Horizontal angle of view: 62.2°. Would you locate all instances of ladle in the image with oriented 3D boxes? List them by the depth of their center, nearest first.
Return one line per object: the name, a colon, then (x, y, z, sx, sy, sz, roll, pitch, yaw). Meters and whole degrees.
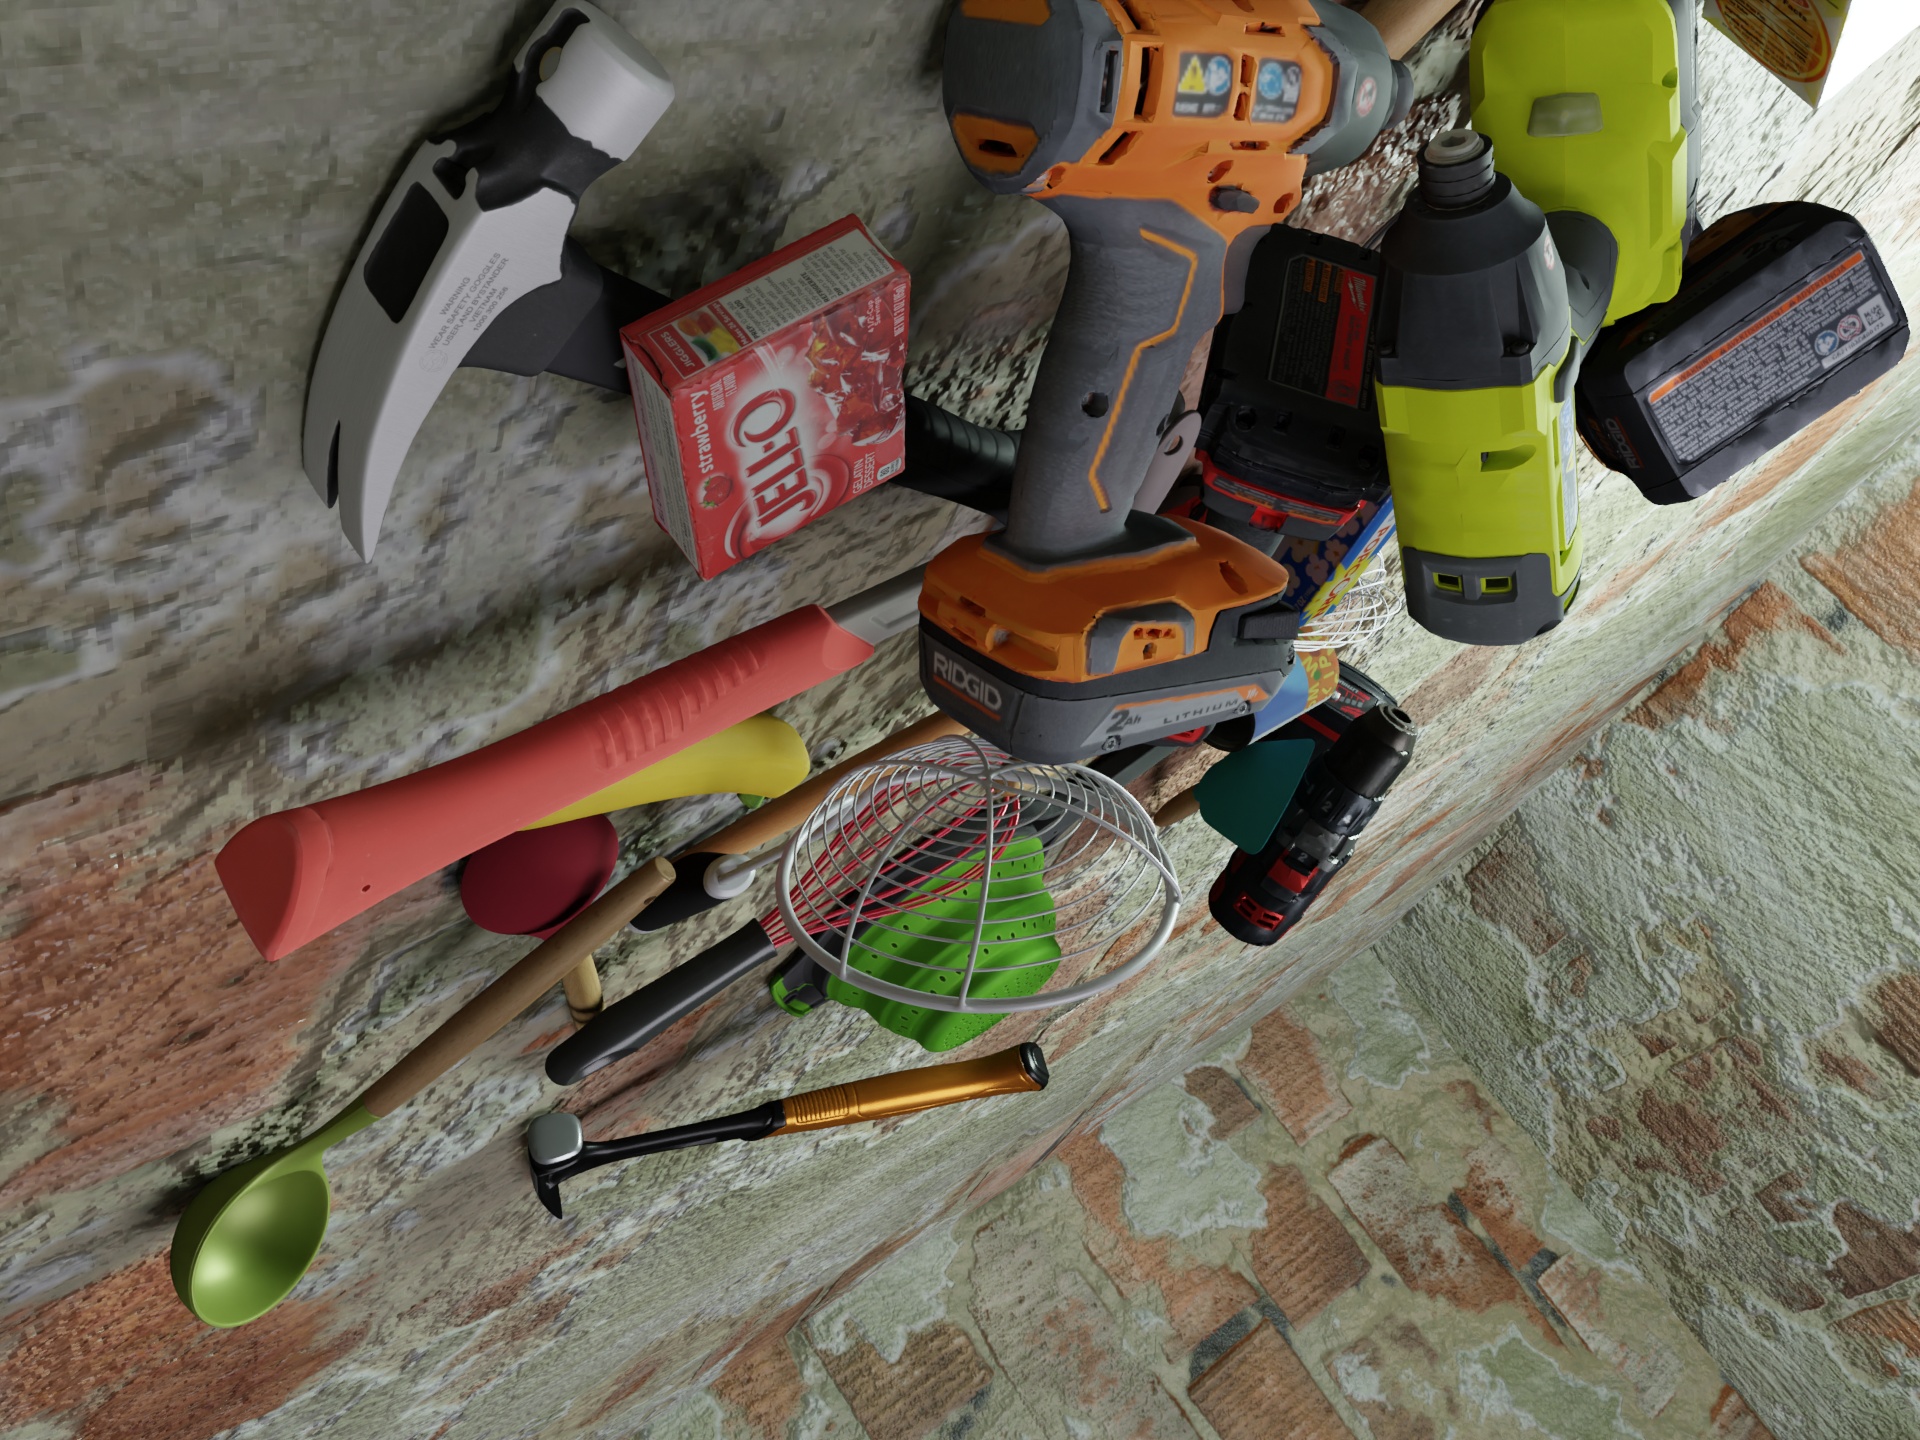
ladle: (-0.234, 0.165, 0.698, 0.320, 0.062, 0.078, -38, 164, 17)
ladle: (-0.188, 0.120, 0.771, 0.069, 0.031, 0.315, -27, 159, -20)

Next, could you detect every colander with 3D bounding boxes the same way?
colander: (0.065, 0.106, 1.061, 0.397, 0.095, 0.204, -35, 160, -8)

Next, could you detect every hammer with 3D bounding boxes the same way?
hammer: (-0.053, -0.097, 0.511, 0.146, 0.035, 0.334, -46, 159, 19)
hammer: (-0.072, -0.012, 0.555, 0.359, 0.037, 0.149, -28, 157, -29)
hammer: (-0.105, 0.258, 1.029, 0.336, 0.034, 0.127, -8, 151, -16)

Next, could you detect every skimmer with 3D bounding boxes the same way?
skimmer: (-0.058, 0.078, 0.616, 0.127, 0.090, 0.363, -21, 177, -32)

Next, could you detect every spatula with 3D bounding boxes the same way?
spatula: (-0.001, -0.003, 0.786, 0.322, 0.081, 0.041, -29, 175, -10)
spatula: (0.177, 0.061, 1.135, 0.082, 0.044, 0.317, -61, 178, -9)

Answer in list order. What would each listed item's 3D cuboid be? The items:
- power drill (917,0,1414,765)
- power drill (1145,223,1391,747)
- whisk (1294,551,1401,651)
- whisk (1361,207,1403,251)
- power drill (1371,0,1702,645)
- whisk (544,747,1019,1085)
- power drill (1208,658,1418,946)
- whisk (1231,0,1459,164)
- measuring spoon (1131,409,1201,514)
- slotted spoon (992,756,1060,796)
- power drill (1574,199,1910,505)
power drill: (0.068, -0.112, 0.498, 0.164, 0.084, 0.226, -14, 121, -34)
power drill: (0.118, -0.096, 0.683, 0.219, 0.078, 0.143, 110, -4, -59)
whisk: (0.157, -0.057, 0.929, 0.284, 0.070, 0.070, -16, 151, -36)
whisk: (0.239, -0.244, 0.669, 0.239, 0.055, 0.055, -52, 156, 24)
power drill: (0.197, -0.160, 0.547, 0.223, 0.080, 0.171, -60, 143, -36)
whisk: (-0.086, 0.104, 0.838, 0.296, 0.073, 0.073, -32, 159, -16)
power drill: (0.249, 0.033, 1.092, 0.187, 0.080, 0.227, -59, 180, 30)
whisk: (0.184, -0.271, 0.522, 0.245, 0.047, 0.051, -42, 142, 22)
measuring spoon: (0.050, -0.066, 0.592, 0.034, 0.018, 0.124, 7, 125, -46)
slotted spoon: (0.051, 0.015, 0.831, 0.070, 0.031, 0.314, -23, 179, 12)
power drill: (0.288, -0.169, 0.732, 0.185, 0.084, 0.226, -35, -159, 10)
